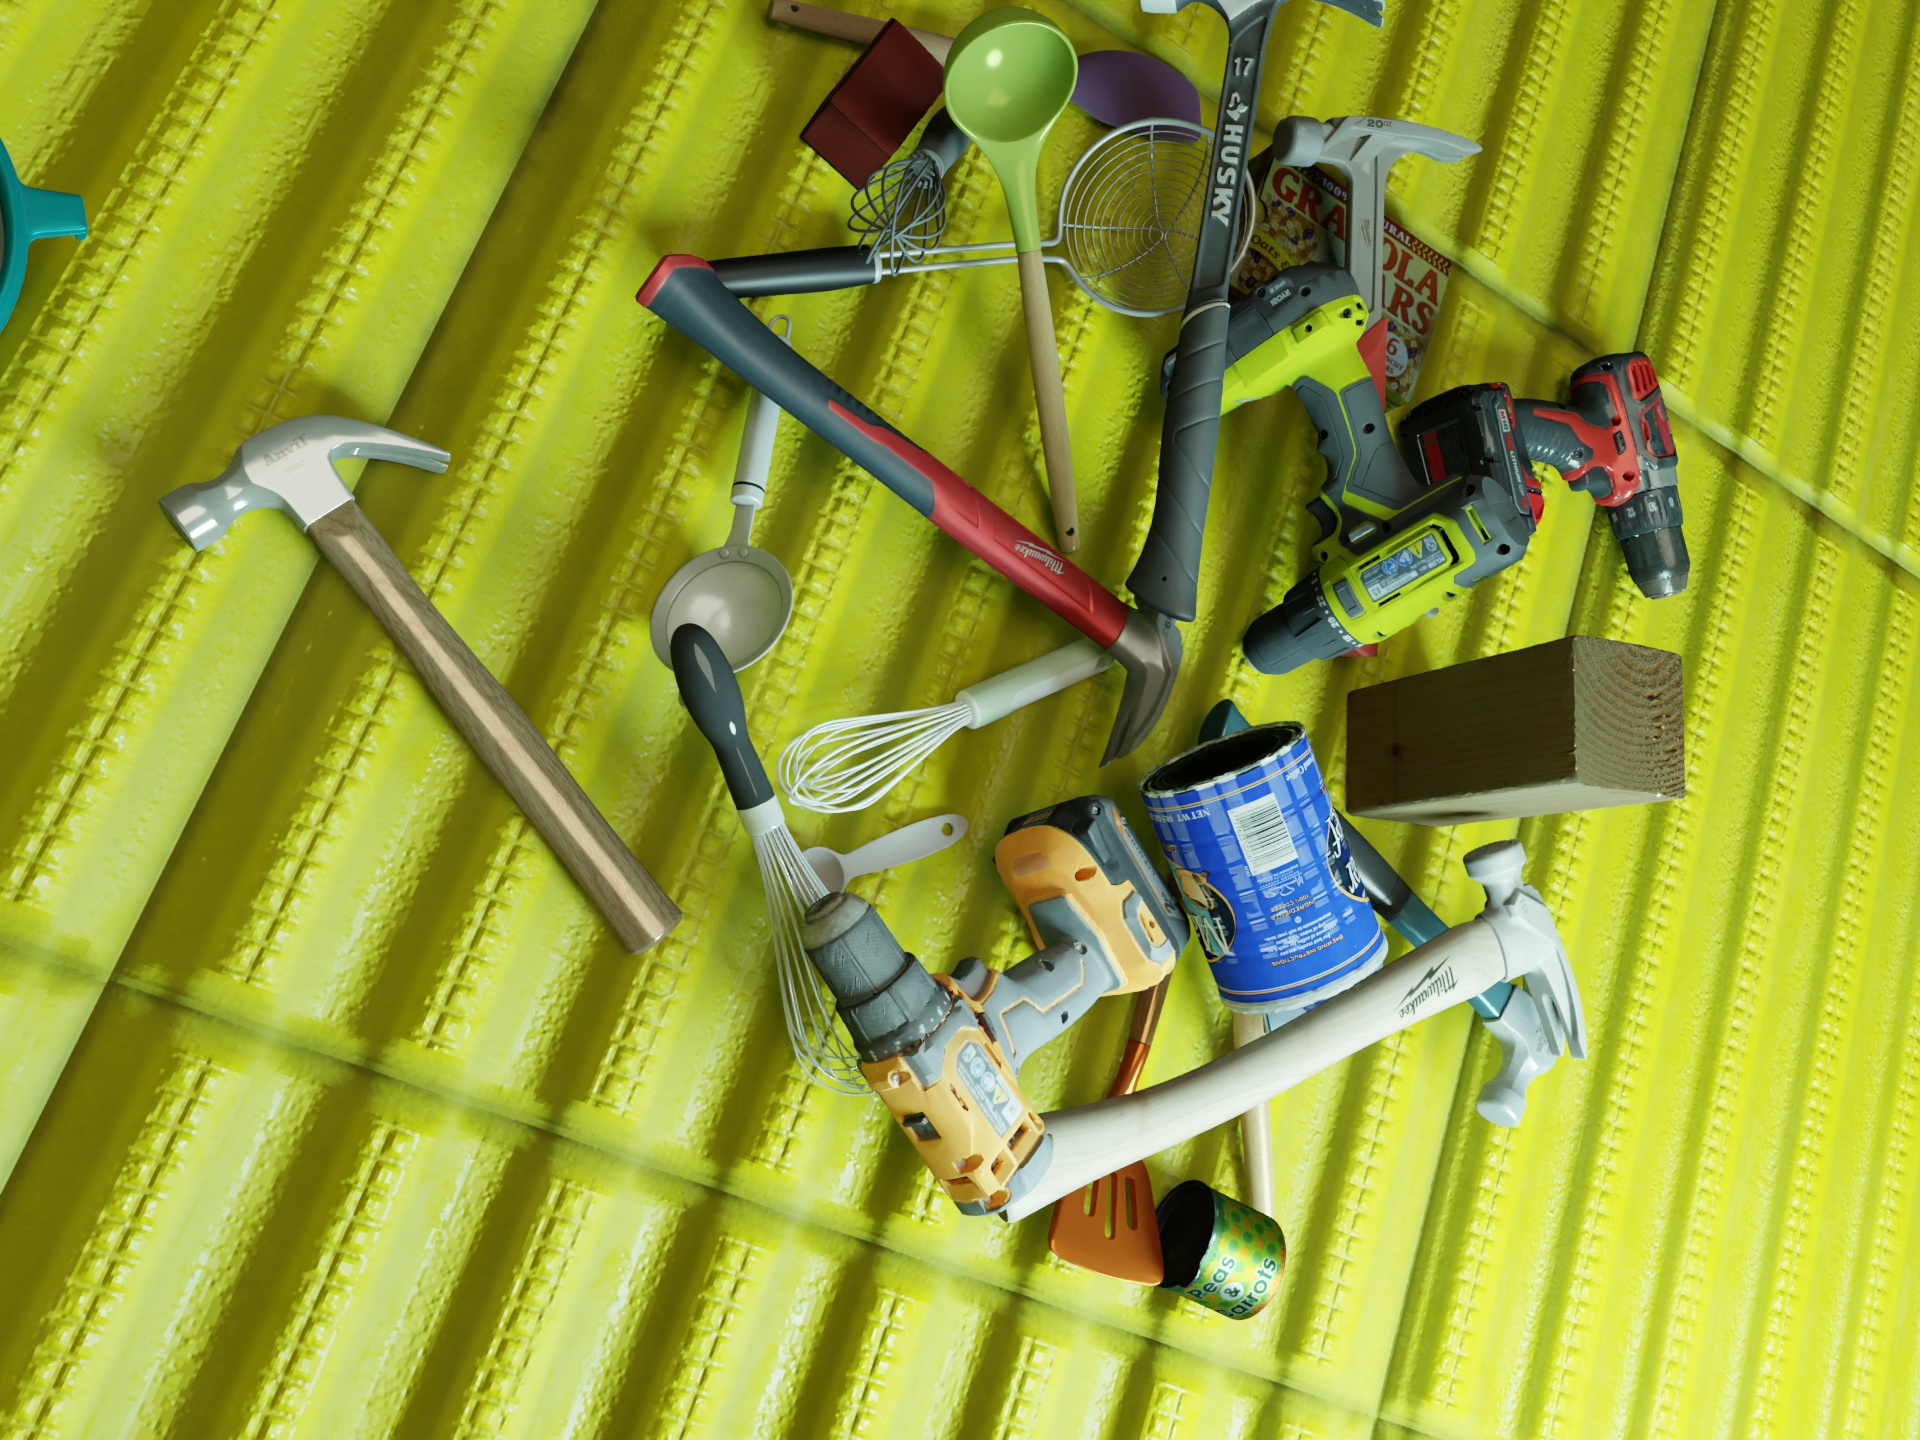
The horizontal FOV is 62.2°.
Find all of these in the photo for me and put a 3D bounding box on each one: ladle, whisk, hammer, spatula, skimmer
[{"bbox_3d":[0.047,-0.252,0.949,0.078,0.062,0.320,-11,110,-4],"label":"ladle"},{"bbox_3d":[-0.002,-0.003,0.949,0.246,0.057,0.059,-24,58,-30],"label":"whisk"},{"bbox_3d":[-0.097,0.080,0.860,0.070,0.070,0.284,-28,105,-26],"label":"whisk"},{"bbox_3d":[0.203,0.210,0.961,0.410,0.038,0.146,-20,90,-21],"label":"hammer"},{"bbox_3d":[0.156,-0.262,0.958,0.149,0.036,0.409,8,88,14],"label":"hammer"},{"bbox_3d":[0.122,0.176,0.981,0.081,0.041,0.323,24,72,-19],"label":"spatula"},{"bbox_3d":[-0.257,-0.016,0.839,0.130,0.031,0.331,-40,100,-24],"label":"hammer"},{"bbox_3d":[0.025,-0.432,1.040,0.315,0.018,0.060,2,81,-26],"label":"spatula"},{"bbox_3d":[0.277,0.112,1.042,0.331,0.033,0.128,43,63,-10],"label":"hammer"},{"bbox_3d":[-0.020,-0.320,0.931,0.055,0.055,0.239,38,35,-15],"label":"whisk"},{"bbox_3d":[-0.025,-0.127,0.922,0.386,0.038,0.143,35,54,-18],"label":"hammer"},{"bbox_3d":[0.279,-0.223,1.080,0.149,0.037,0.359,0,93,-20],"label":"hammer"},{"bbox_3d":[0.011,-0.297,0.973,0.363,0.090,0.127,-14,88,-26],"label":"skimmer"}]

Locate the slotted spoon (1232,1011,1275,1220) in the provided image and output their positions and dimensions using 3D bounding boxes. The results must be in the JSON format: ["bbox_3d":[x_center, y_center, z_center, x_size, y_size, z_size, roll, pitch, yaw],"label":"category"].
[{"bbox_3d":[0.177,0.180,0.996,0.070,0.031,0.314,-6,93,-15],"label":"slotted spoon"}]

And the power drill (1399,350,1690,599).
[{"bbox_3d":[0.444,-0.170,1.167,0.226,0.080,0.188,-12,88,-29],"label":"power drill"}]

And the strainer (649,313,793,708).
[{"bbox_3d":[-0.122,-0.121,0.913,0.087,0.050,0.259,2,71,19],"label":"strainer"}]

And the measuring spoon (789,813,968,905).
[{"bbox_3d":[-0.048,0.078,0.934,0.124,0.018,0.034,-18,90,-33],"label":"measuring spoon"}]

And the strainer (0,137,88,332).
[{"bbox_3d":[-0.580,-0.248,0.690,0.340,0.095,0.211,38,66,-13],"label":"strainer"}]

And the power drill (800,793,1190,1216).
[{"bbox_3d":[0.019,0.129,0.880,0.185,0.084,0.226,56,45,-11],"label":"power drill"}]

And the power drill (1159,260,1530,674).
[{"bbox_3d":[0.225,-0.155,1.019,0.080,0.190,0.228,-18,79,-55],"label":"power drill"}]
